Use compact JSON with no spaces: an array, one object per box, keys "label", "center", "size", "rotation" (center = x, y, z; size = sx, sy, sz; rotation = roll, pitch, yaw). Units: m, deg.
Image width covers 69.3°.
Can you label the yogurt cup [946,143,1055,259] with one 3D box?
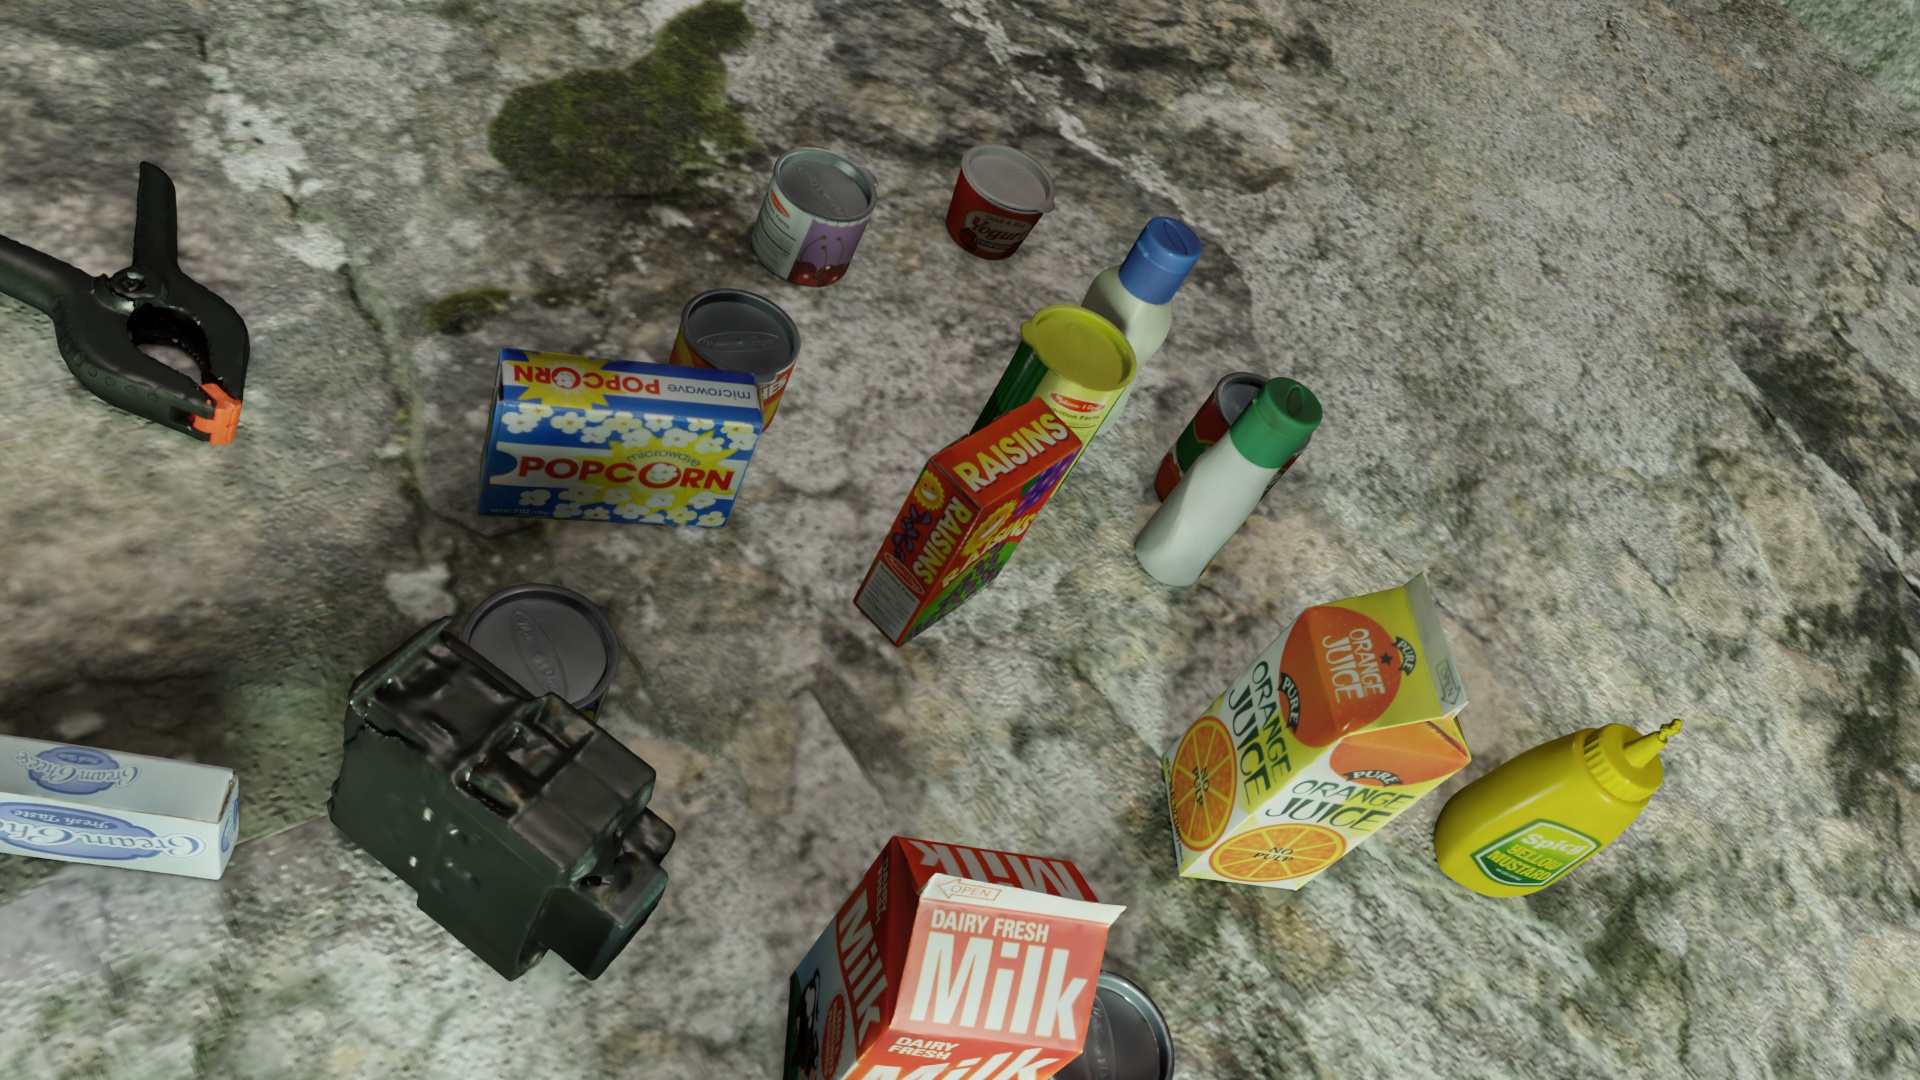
[{"label":"yogurt cup","center":[0.024,-0.231,0.956],"size":[0.072,0.053,0.073],"rotation":[14,49,-16]}]

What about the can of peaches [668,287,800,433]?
[{"label":"can of peaches","center":[-0.127,-0.094,0.769],"size":[0.071,0.057,0.071],"rotation":[14,49,-16]}]

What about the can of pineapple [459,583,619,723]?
[{"label":"can of pineapple","center":[-0.191,0.062,0.613],"size":[0.071,0.057,0.071],"rotation":[14,49,-16]}]

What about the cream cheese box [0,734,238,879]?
[{"label":"cream cheese box","center":[-0.328,0.099,0.518],"size":[0.104,0.053,0.024],"rotation":[13,50,-17]}]

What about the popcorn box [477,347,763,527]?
[{"label":"popcorn box","center":[-0.170,-0.049,0.693],"size":[0.127,0.084,0.038],"rotation":[3,53,-24]}]

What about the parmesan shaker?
[{"label":"parmesan shaker","center":[0.048,-0.080,0.812],"size":[0.071,0.102,0.072],"rotation":[14,49,-16]}]

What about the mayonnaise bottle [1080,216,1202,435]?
[{"label":"mayonnaise bottle","center":[0.097,-0.130,0.846],"size":[0.041,0.147,0.065],"rotation":[-4,56,-29]}]

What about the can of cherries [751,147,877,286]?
[{"label":"can of cherries","center":[-0.090,-0.203,0.874],"size":[0.071,0.058,0.072],"rotation":[14,49,-16]}]

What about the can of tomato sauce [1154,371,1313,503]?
[{"label":"can of tomato sauce","center":[0.167,-0.051,0.862],"size":[0.071,0.082,0.071],"rotation":[14,49,-16]}]

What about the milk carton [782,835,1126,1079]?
[{"label":"milk carton","center":[-0.009,0.170,0.524],"size":[0.072,0.189,0.074],"rotation":[13,50,-17]}]

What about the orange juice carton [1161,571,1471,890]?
[{"label":"orange juice carton","center":[0.176,0.096,0.673],"size":[0.073,0.191,0.072],"rotation":[11,50,-18]}]

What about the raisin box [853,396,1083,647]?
[{"label":"raisin box","center":[0.003,-0.009,0.719],"size":[0.040,0.122,0.086],"rotation":[46,49,13]}]

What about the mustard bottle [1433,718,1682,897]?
[{"label":"mustard bottle","center":[0.318,0.136,0.732],"size":[0.065,0.159,0.049],"rotation":[22,48,-9]}]

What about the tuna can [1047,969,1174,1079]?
[{"label":"tuna can","center":[0.056,0.228,0.617],"size":[0.071,0.032,0.071],"rotation":[14,49,-16]}]

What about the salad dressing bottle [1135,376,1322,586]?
[{"label":"salad dressing bottle","center":[0.152,-0.032,0.794],"size":[0.044,0.146,0.064],"rotation":[29,47,-2]}]
